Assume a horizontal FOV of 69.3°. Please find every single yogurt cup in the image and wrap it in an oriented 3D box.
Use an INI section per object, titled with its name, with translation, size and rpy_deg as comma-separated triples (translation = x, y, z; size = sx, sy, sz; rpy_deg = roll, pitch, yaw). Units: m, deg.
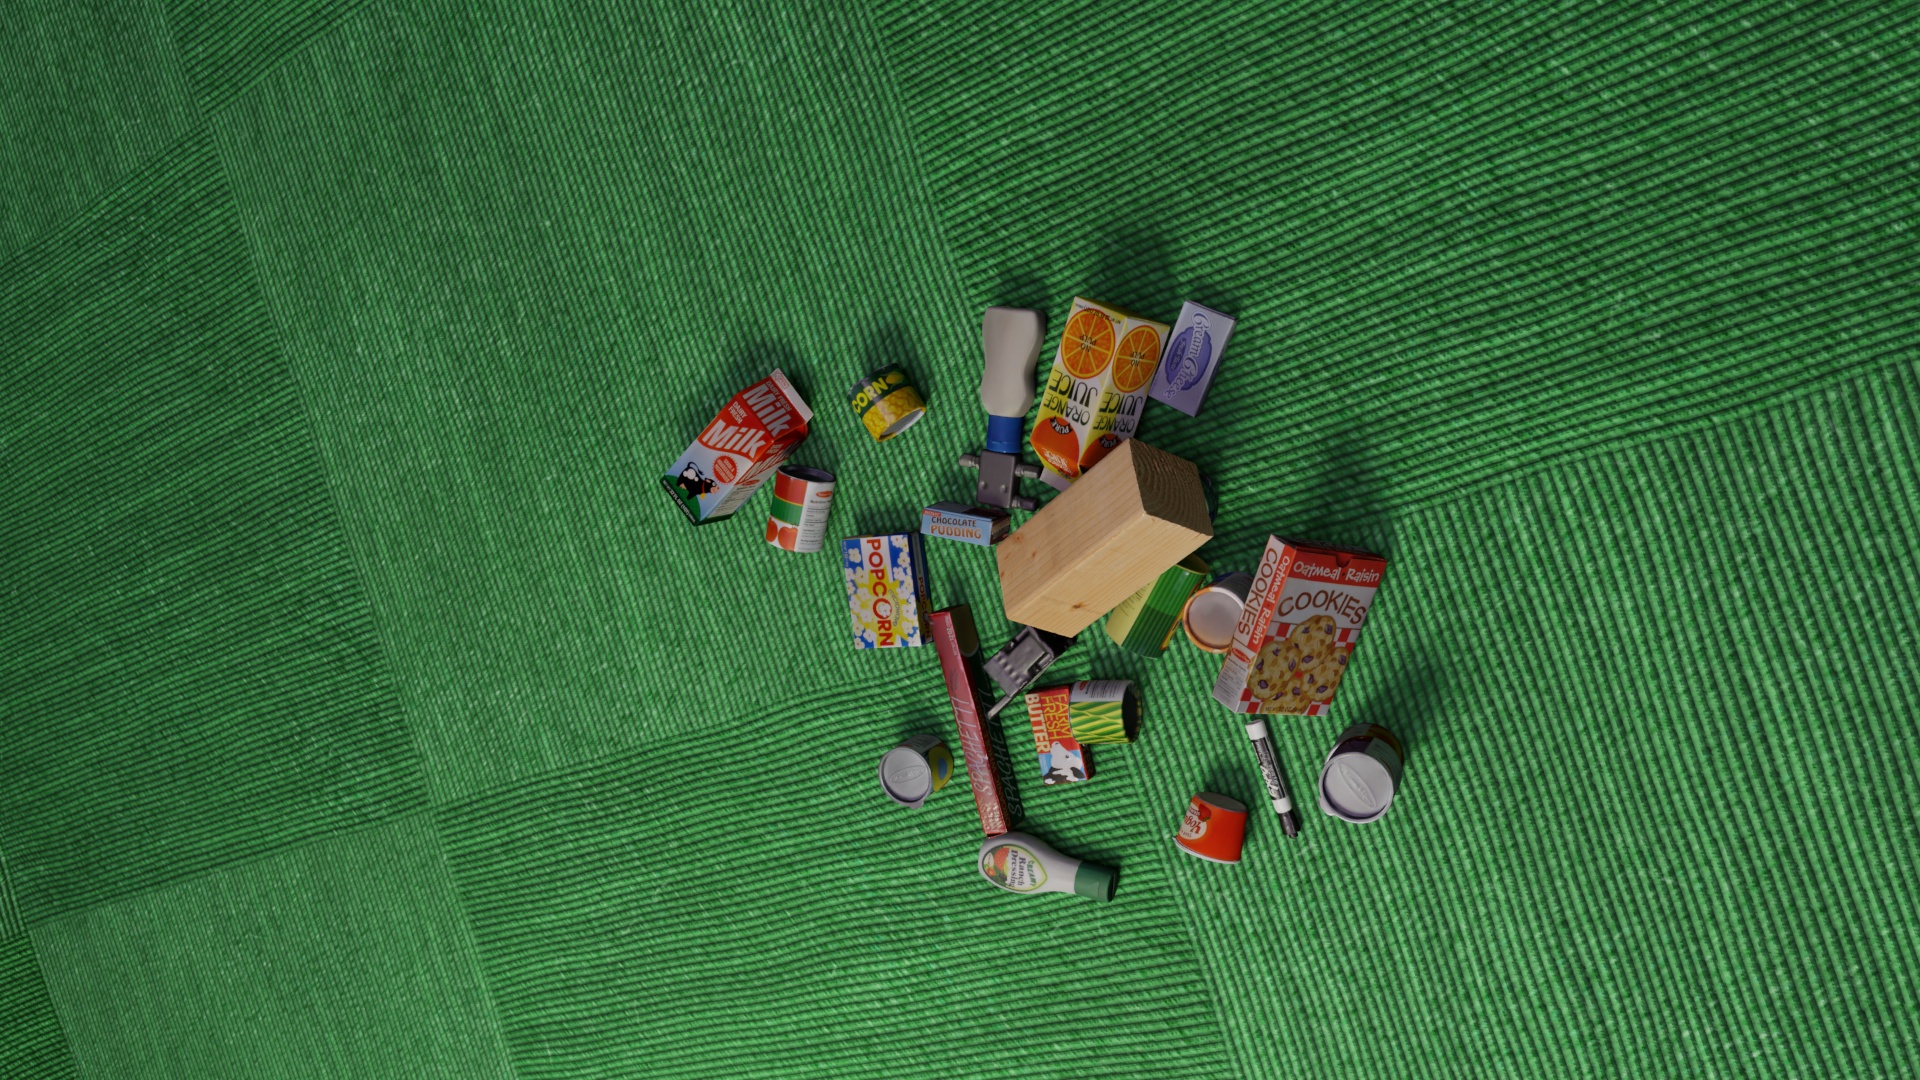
[yogurt cup]
translation = 0.254, 0.286, 1.391
size = 0.072, 0.072, 0.054
rpy_deg = 16, 96, 23

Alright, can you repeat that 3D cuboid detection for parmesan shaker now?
[parmesan shaker]
translation = 0.195, 0.057, 1.387
size = 0.071, 0.071, 0.102
rpy_deg = 32, 111, 18

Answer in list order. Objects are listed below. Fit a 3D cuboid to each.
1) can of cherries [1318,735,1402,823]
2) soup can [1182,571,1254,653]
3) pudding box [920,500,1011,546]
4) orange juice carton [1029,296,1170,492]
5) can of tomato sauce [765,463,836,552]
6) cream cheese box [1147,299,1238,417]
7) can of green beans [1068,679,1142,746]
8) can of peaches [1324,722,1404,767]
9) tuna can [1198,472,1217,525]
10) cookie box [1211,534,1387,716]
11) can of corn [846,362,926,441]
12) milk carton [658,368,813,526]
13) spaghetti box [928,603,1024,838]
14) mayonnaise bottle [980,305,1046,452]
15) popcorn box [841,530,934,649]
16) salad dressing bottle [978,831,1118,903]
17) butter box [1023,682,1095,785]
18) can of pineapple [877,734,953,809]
[can of cherries]
translation = 0.363, 0.218, 1.266
size = 0.071, 0.058, 0.071
rpy_deg = 4, 100, 24
[soup can]
translation = 0.256, 0.072, 1.347
size = 0.071, 0.084, 0.071
rpy_deg = 4, 100, 25
[pudding box]
translation = 0.005, -0.018, 1.472
size = 0.084, 0.050, 0.030
rpy_deg = 11, 104, 24
[orange juice carton]
translation = 0.130, -0.136, 1.373
size = 0.072, 0.073, 0.192
rpy_deg = 31, 110, 40
[can of tomato sauce]
translation = -0.180, -0.036, 1.549
size = 0.071, 0.071, 0.083
rpy_deg = 18, 106, 22
[cream cheese box]
translation = 0.227, -0.179, 1.359
size = 0.053, 0.024, 0.103
rpy_deg = 26, 108, 19
[can of green beans]
translation = 0.149, 0.175, 1.423
size = 0.058, 0.071, 0.071
rpy_deg = -4, 96, 25
[can of peaches]
translation = 0.386, 0.214, 1.321
size = 0.071, 0.058, 0.071
rpy_deg = 4, 99, 25
[tuna can]
translation = 0.220, -0.034, 1.378
size = 0.071, 0.033, 0.071
rpy_deg = 4, 100, 25
[cookie box]
translation = 0.318, 0.082, 1.299
size = 0.040, 0.123, 0.167
rpy_deg = 38, 116, 53
[can of corn]
translation = -0.080, -0.146, 1.483
size = 0.071, 0.071, 0.058
rpy_deg = -37, 82, 25
[milk carton]
translation = -0.244, -0.105, 1.565
size = 0.190, 0.073, 0.072
rpy_deg = -43, 79, 24
[spaghetti box]
translation = 0.018, 0.193, 1.496
size = 0.028, 0.050, 0.250
rpy_deg = -14, 91, 28
[mayonnaise bottle]
translation = 0.051, -0.166, 1.436
size = 0.065, 0.041, 0.147
rpy_deg = 11, 103, 25
[popcorn box]
translation = -0.079, 0.054, 1.529
size = 0.085, 0.038, 0.126
rpy_deg = -5, 95, 25
[salad dressing bottle]
translation = 0.094, 0.352, 1.486
size = 0.147, 0.044, 0.064
rpy_deg = 8, 102, 24
[butter box]
translation = 0.105, 0.205, 1.471
size = 0.053, 0.024, 0.103
rpy_deg = -11, 92, 27
[can of pineapple]
translation = -0.049, 0.254, 1.532
size = 0.071, 0.058, 0.071
rpy_deg = 4, 99, 25
